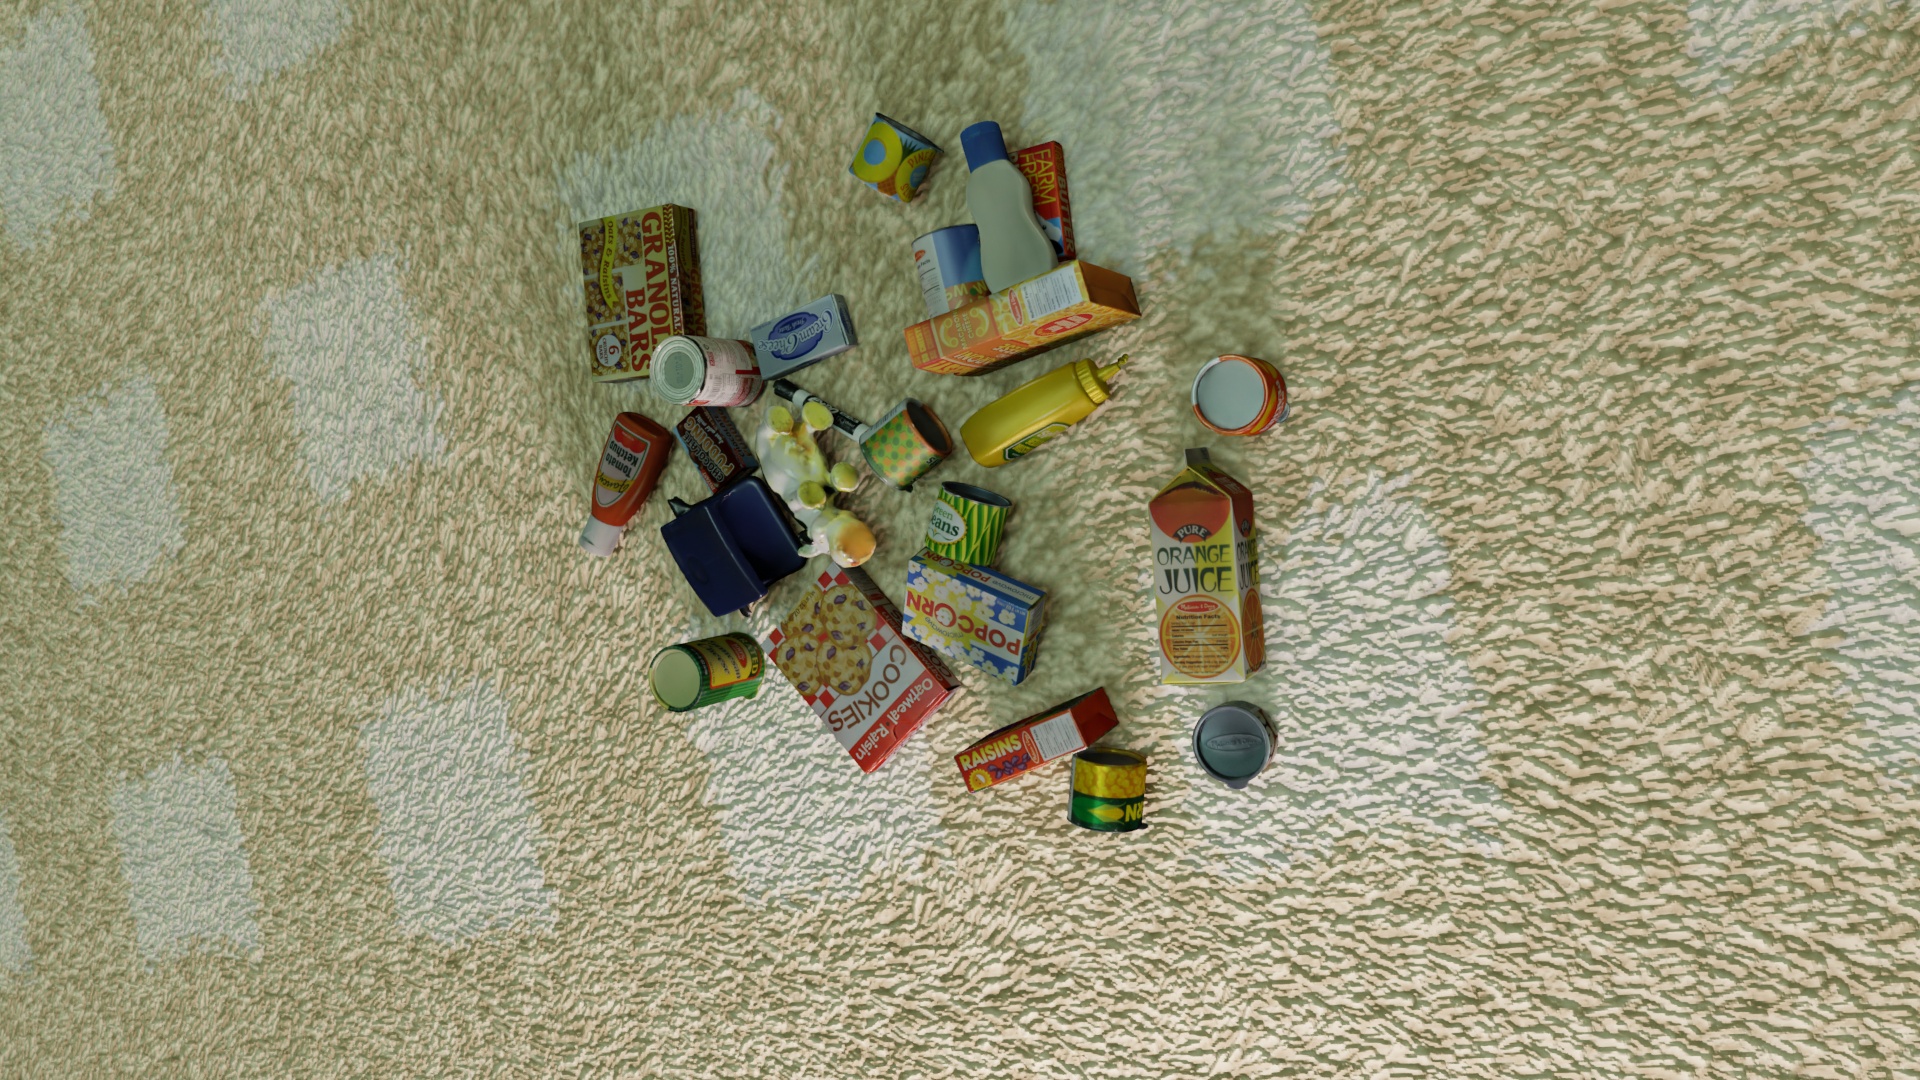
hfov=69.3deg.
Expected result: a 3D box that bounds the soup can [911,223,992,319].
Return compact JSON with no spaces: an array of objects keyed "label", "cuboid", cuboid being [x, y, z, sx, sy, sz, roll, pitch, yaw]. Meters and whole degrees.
[{"label":"soup can","cuboid":[0.000,-0.233,1.240,0.071,0.071,0.083,-15,88,26]}]

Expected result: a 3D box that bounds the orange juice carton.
[{"label":"orange juice carton","cuboid":[0.203,0.019,1.150,0.073,0.072,0.192,-4,92,26]}]

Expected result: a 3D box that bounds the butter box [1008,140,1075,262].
[{"label":"butter box","cuboid":[0.068,-0.295,1.224,0.053,0.024,0.103,-6,90,27]}]

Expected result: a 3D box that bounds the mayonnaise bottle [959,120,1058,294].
[{"label":"mayonnaise bottle","cuboid":[0.037,-0.288,1.203,0.064,0.041,0.148,-18,84,20]}]

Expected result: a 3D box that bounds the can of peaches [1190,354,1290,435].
[{"label":"can of peaches","cuboid":[0.230,-0.118,1.136,0.071,0.058,0.071,2,94,27]}]

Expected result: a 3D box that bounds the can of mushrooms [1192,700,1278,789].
[{"label":"can of mushrooms","cuboid":[0.231,0.171,1.166,0.071,0.033,0.071,2,94,26]}]

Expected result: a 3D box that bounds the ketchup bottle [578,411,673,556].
[{"label":"ketchup bottle","cuboid":[-0.351,-0.055,1.435,0.065,0.043,0.148,33,107,21]}]

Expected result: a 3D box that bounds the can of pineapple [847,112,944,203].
[{"label":"can of pineapple","cuboid":[-0.060,-0.346,1.261,0.071,0.071,0.057,37,109,20]}]

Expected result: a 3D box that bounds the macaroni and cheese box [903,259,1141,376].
[{"label":"macaroni and cheese box","cuboid":[0.054,-0.185,1.182,0.166,0.124,0.040,-18,85,27]}]

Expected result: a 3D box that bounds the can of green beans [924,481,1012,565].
[{"label":"can of green beans","cuboid":[0.006,-0.015,1.248,0.071,0.071,0.057,23,104,23]}]

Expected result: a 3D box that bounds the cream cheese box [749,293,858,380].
[{"label":"cream cheese box","cuboid":[-0.152,-0.196,1.339,0.103,0.024,0.053,-18,86,26]}]

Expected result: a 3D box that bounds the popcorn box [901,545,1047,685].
[{"label":"popcorn box","cuboid":[0.011,0.066,1.252,0.127,0.038,0.084,23,126,23]}]

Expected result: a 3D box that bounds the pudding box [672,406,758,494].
[{"label":"pudding box","cuboid":[-0.245,-0.093,1.387,0.049,0.030,0.084,-38,77,25]}]

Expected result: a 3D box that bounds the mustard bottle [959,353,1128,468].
[{"label":"mustard bottle","cuboid":[0.078,-0.118,1.209,0.160,0.065,0.049,-29,76,21]}]

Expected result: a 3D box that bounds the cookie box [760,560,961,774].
[{"label":"cookie box","cuboid":[-0.097,0.119,1.321,0.168,0.040,0.122,48,111,16]}]

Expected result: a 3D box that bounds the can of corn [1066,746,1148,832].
[{"label":"can of corn","cuboid":[0.129,0.215,1.201,0.071,0.071,0.058,7,96,26]}]

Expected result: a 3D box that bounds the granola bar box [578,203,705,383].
[{"label":"granola bar box","cuboid":[-0.322,-0.248,1.411,0.124,0.039,0.165,-4,91,27]}]

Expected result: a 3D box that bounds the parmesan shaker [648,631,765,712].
[{"label":"parmesan shaker","cuboid":[-0.246,0.131,1.361,0.071,0.103,0.071,2,94,26]}]

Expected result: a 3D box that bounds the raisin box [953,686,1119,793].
[{"label":"raisin box","cuboid":[0.067,0.175,1.218,0.123,0.086,0.040,-26,87,25]}]

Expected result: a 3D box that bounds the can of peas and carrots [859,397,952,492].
[{"label":"can of peas and carrots","cuboid":[-0.048,-0.087,1.272,0.058,0.071,0.071,-38,77,23]}]
